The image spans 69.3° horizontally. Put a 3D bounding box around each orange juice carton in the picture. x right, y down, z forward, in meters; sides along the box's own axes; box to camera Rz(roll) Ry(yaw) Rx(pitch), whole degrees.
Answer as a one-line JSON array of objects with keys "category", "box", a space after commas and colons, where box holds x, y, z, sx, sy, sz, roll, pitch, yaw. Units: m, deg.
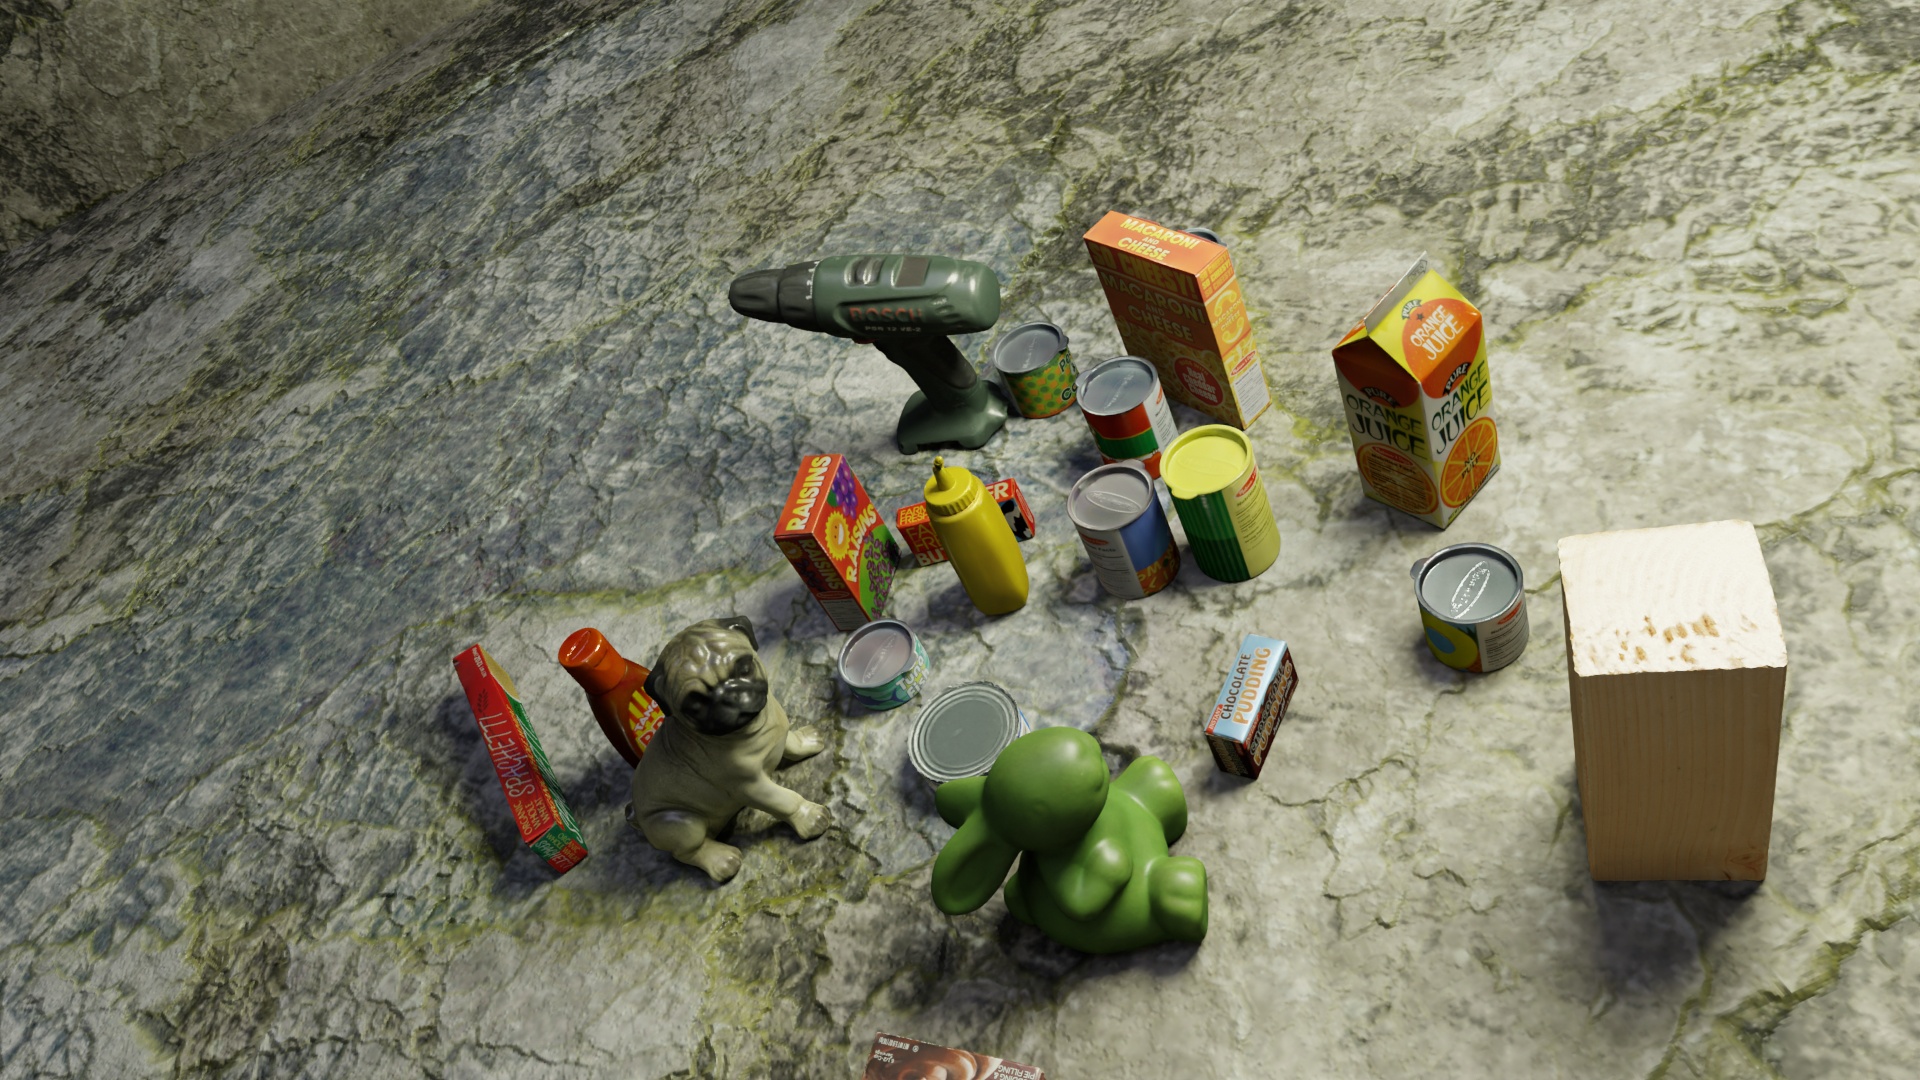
[{"category": "orange juice carton", "box": [0.313, -0.104, 0.957, 0.072, 0.192, 0.073, -45, 45, -16]}]

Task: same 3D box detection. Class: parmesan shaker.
[{"category": "parmesan shaker", "box": [0.189, -0.023, 1.010, 0.071, 0.102, 0.072, -14, 45, 15]}]

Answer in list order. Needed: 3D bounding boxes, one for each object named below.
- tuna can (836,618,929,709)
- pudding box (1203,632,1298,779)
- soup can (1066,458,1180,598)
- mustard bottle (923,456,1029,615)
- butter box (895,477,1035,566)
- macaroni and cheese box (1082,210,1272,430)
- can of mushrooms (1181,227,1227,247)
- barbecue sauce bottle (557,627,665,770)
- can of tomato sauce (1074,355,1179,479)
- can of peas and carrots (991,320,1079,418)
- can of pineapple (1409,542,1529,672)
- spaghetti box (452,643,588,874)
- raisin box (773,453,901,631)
[{"category": "tuna can", "box": [-0.057, 0.096, 1.074, 0.071, 0.032, 0.071, -14, 45, 15]}, {"category": "pudding box", "box": [0.194, 0.109, 0.922, 0.030, 0.049, 0.084, 10, 55, 34]}, {"category": "soup can", "box": [0.125, -0.008, 1.042, 0.071, 0.083, 0.072, -14, 45, 15]}, {"category": "mustard bottle", "box": [0.007, -0.010, 1.048, 0.049, 0.159, 0.065, -18, 44, 12]}, {"category": "butter box", "box": [0.004, -0.014, 1.131, 0.103, 0.053, 0.024, -15, 45, 14]}, {"category": "macaroni and cheese box", "box": [0.176, -0.177, 1.114, 0.040, 0.165, 0.124, -44, 45, -15]}, {"category": "can of mushrooms", "box": [0.210, -0.250, 1.262, 0.071, 0.033, 0.071, -14, 45, 15]}, {"category": "barbecue sauce bottle", "box": [-0.253, 0.124, 1.063, 0.043, 0.148, 0.065, 11, 56, 34]}, {"category": "can of tomato sauce", "box": [0.135, -0.097, 1.120, 0.071, 0.082, 0.071, -14, 45, 15]}, {"category": "can of peas and carrots", "box": [0.070, -0.150, 1.221, 0.071, 0.058, 0.071, -14, 45, 15]}, {"category": "can of pineapple", "box": [0.333, 0.043, 0.908, 0.071, 0.057, 0.071, -14, 45, 15]}, {"category": "spaghetti box", "box": [-0.366, 0.174, 1.144, 0.029, 0.050, 0.251, -36, 44, -8]}, {"category": "raisin box", "box": [-0.097, 0.002, 1.116, 0.040, 0.123, 0.086, -3, 49, 25]}]
